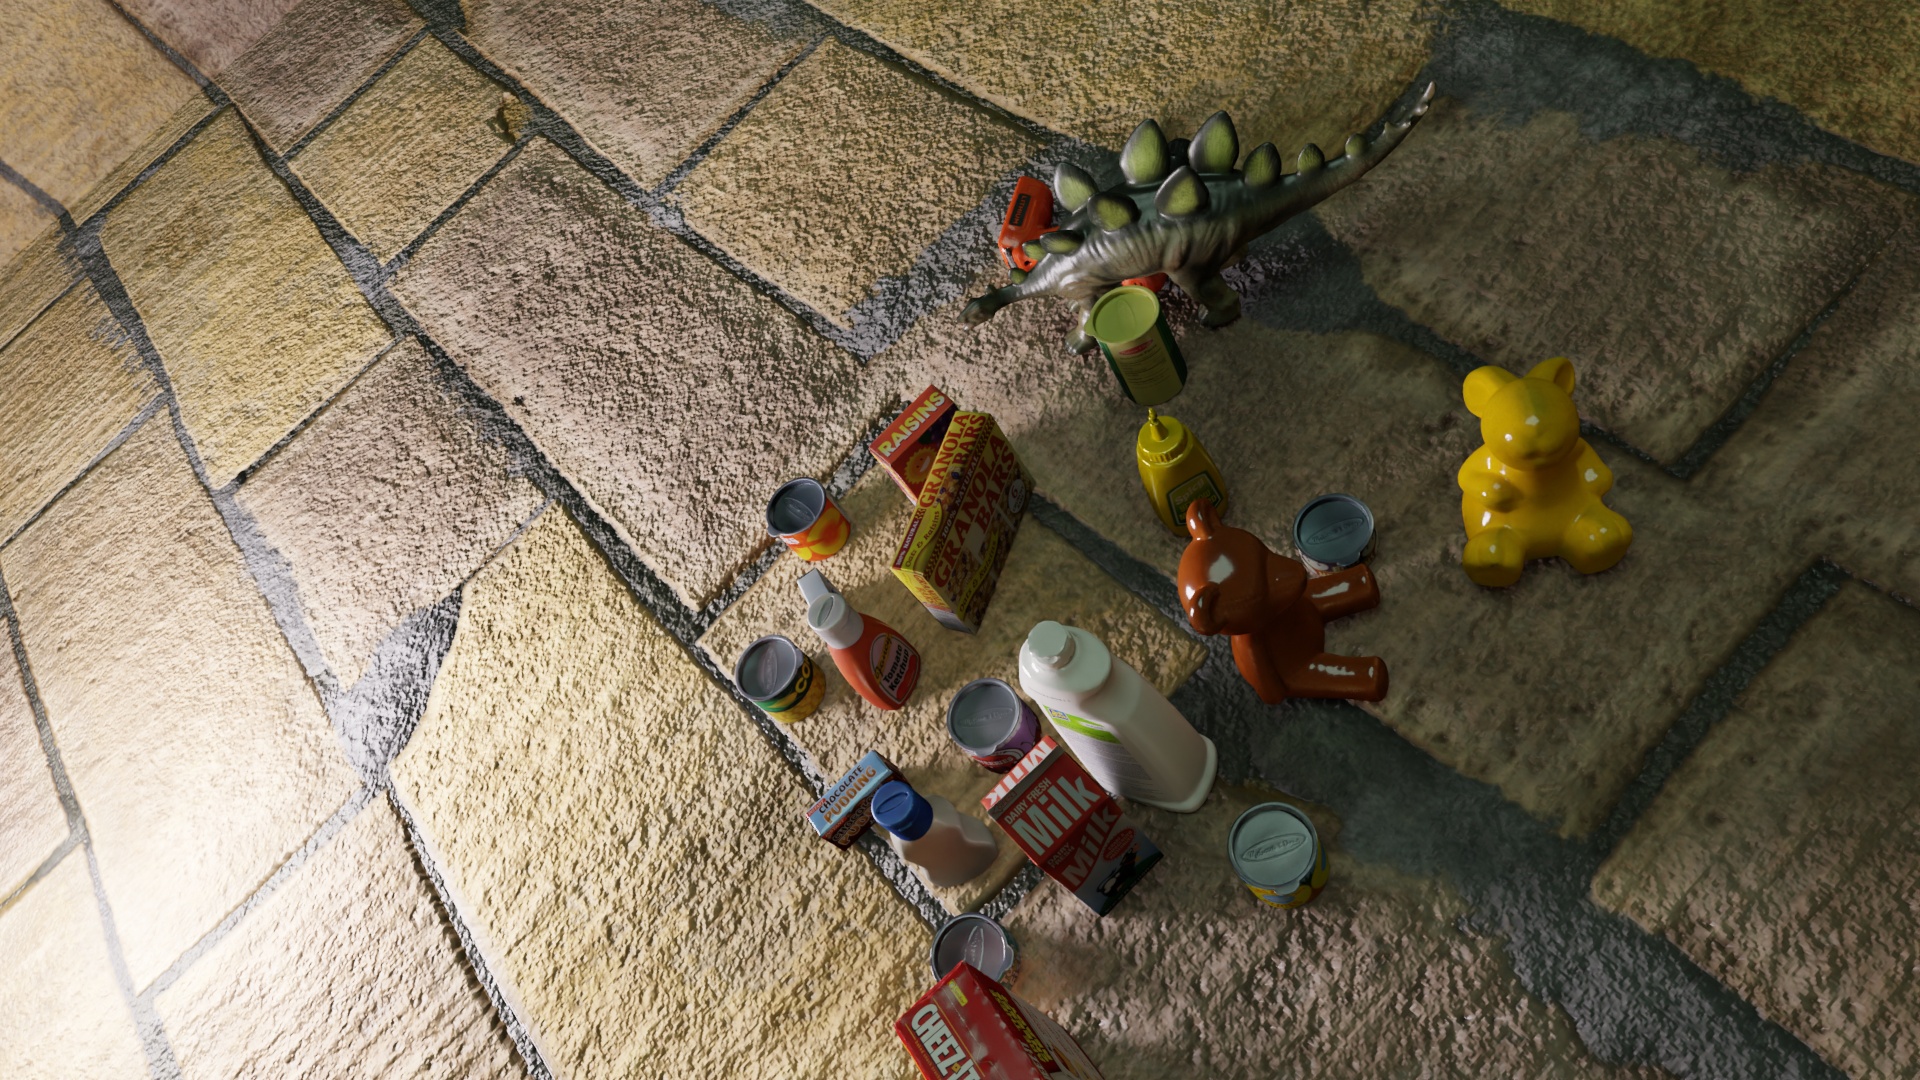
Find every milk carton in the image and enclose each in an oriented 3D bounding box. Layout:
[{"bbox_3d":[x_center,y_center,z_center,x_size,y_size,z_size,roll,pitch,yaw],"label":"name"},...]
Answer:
[{"bbox_3d":[0.080,0.211,1.043,0.072,0.190,0.073,-44,53,-4],"label":"milk carton"}]

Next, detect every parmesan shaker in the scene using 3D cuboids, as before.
[{"bbox_3d":[0.164,-0.180,1.295,0.071,0.102,0.071,-12,57,19],"label":"parmesan shaker"}]

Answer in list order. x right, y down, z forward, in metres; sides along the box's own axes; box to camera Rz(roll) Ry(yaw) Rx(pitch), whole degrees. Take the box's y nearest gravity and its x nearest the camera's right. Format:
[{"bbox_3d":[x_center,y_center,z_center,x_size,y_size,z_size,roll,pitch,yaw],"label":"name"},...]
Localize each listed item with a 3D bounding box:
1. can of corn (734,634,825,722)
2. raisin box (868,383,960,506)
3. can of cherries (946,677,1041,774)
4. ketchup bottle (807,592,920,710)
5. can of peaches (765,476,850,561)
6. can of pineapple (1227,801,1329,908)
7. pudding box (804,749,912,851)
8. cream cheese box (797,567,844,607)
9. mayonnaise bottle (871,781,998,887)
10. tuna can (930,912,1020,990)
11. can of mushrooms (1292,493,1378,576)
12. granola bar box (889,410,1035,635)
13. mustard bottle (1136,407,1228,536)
[{"bbox_3d":[-0.164,0.129,1.291,0.071,0.058,0.071,-12,57,19],"label":"can of corn"},{"bbox_3d":[-0.022,-0.077,1.308,0.086,0.123,0.040,-45,53,-5],"label":"raisin box"},{"bbox_3d":[0.029,0.160,1.180,0.071,0.058,0.072,-12,57,19],"label":"can of cherries"},{"bbox_3d":[-0.086,0.094,1.218,0.043,0.148,0.065,9,66,30],"label":"ketchup bottle"},{"bbox_3d":[-0.152,-0.019,1.375,0.071,0.058,0.071,-12,57,19],"label":"can of peaches"},{"bbox_3d":[0.238,0.237,1.036,0.071,0.057,0.071,-12,57,19],"label":"can of pineapple"},{"bbox_3d":[-0.088,0.225,1.202,0.084,0.049,0.030,-43,53,-4],"label":"pudding box"},{"bbox_3d":[-0.115,0.078,1.302,0.024,0.053,0.104,-35,53,3],"label":"cream cheese box"},{"bbox_3d":[-0.023,0.232,1.105,0.065,0.147,0.041,-32,53,5],"label":"mayonnaise bottle"},{"bbox_3d":[0.015,0.331,1.099,0.071,0.032,0.071,-12,57,19],"label":"tuna can"},{"bbox_3d":[0.314,-0.001,1.160,0.071,0.033,0.071,-12,57,19],"label":"can of mushrooms"},{"bbox_3d":[0.004,-0.016,1.258,0.039,0.124,0.166,10,66,30],"label":"granola bar box"},{"bbox_3d":[0.182,-0.063,1.180,0.065,0.159,0.049,-32,53,5],"label":"mustard bottle"}]
